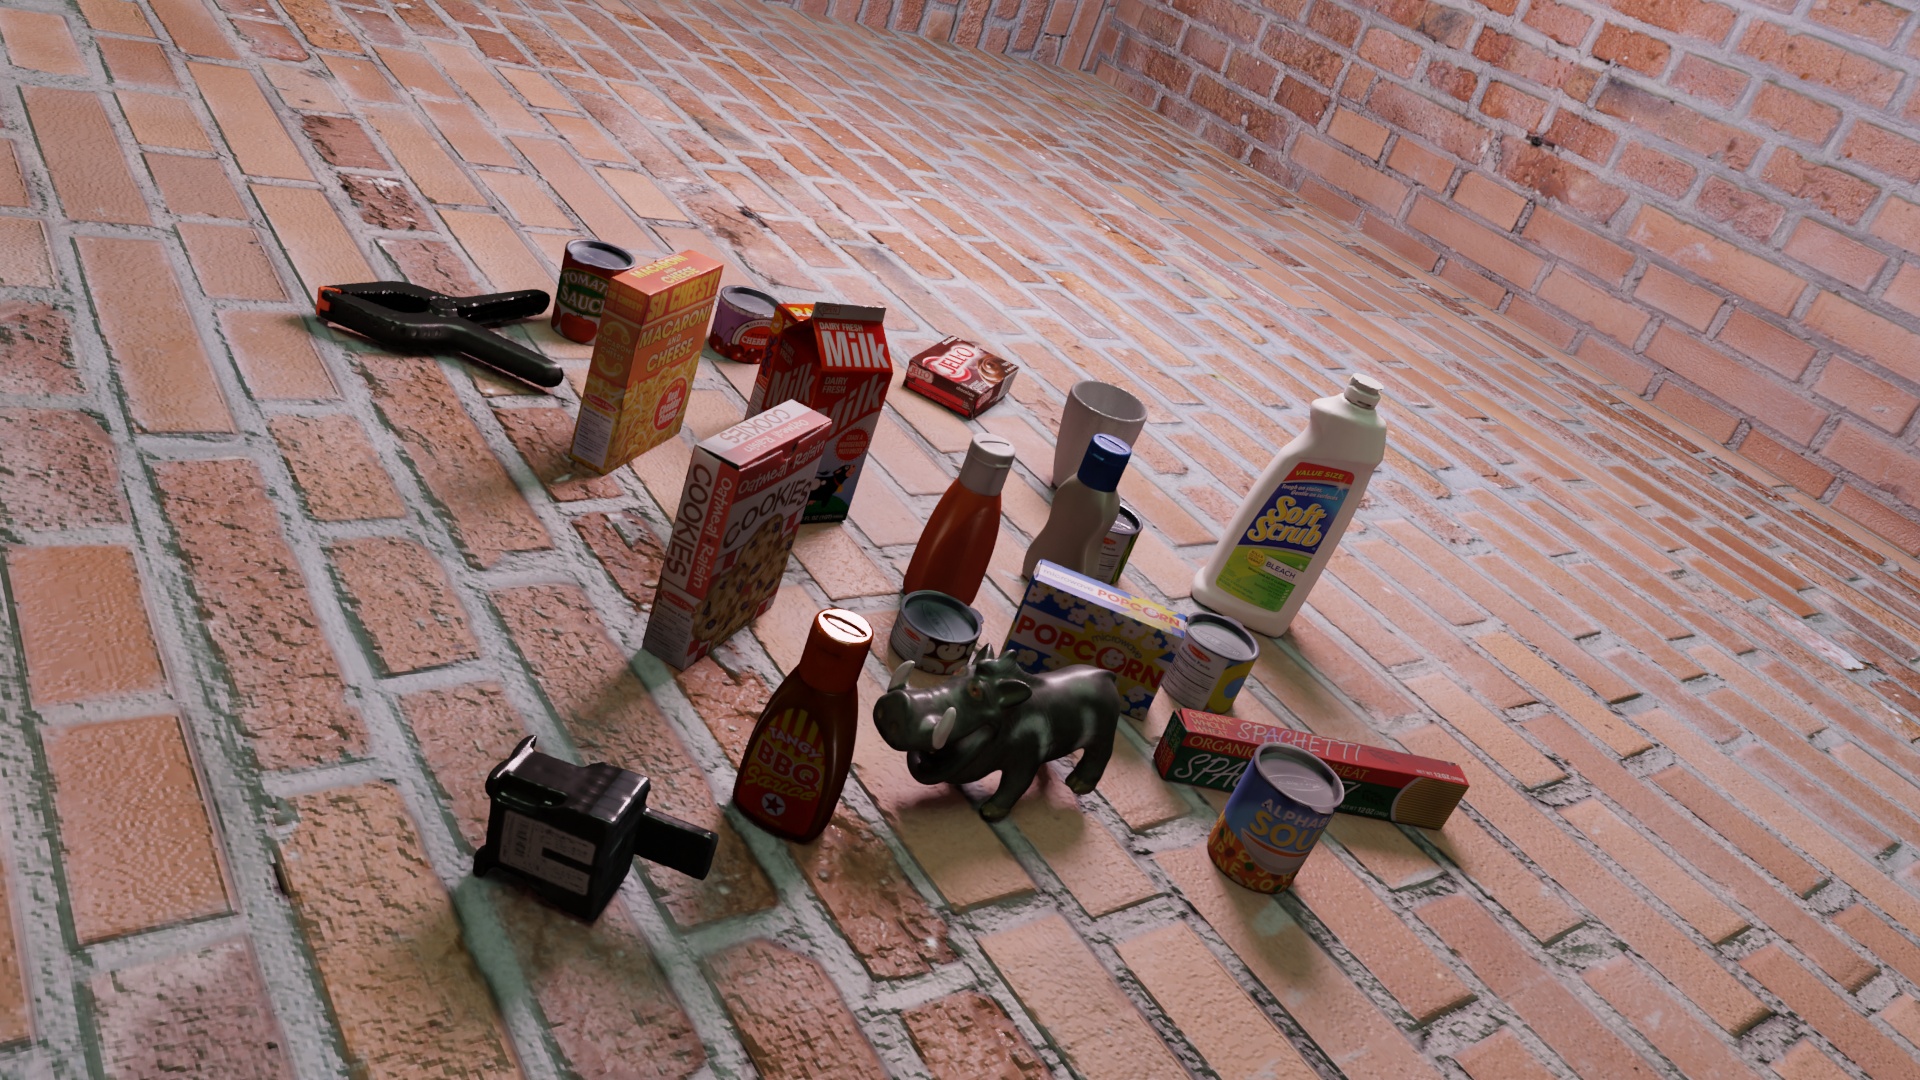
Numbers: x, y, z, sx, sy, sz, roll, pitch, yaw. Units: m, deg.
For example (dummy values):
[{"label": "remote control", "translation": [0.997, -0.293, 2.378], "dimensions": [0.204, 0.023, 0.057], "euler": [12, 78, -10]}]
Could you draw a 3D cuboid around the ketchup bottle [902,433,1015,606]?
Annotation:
[{"label": "ketchup bottle", "translation": [0.004, -0.014, 1.117], "dimensions": [0.065, 0.148, 0.044], "euler": [1, 34, -34]}]

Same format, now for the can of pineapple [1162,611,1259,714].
[{"label": "can of pineapple", "translation": [0.207, 0.101, 1.149], "dimensions": [0.071, 0.057, 0.071], "euler": [16, 28, -9]}]

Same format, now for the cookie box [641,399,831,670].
[{"label": "cookie box", "translation": [-0.155, -0.006, 0.975], "dimensions": [0.040, 0.166, 0.123], "euler": [28, 28, 13]}]

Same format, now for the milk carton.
[{"label": "milk carton", "translation": [-0.117, -0.112, 1.164], "dimensions": [0.072, 0.189, 0.073], "euler": [-3, 36, -38]}]

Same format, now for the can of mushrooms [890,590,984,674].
[{"label": "can of mushrooms", "translation": [-0.017, 0.071, 1.075], "dimensions": [0.071, 0.033, 0.071], "euler": [16, 28, -9]}]

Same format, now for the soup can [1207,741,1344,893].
[{"label": "soup can", "translation": [0.219, 0.195, 0.964], "dimensions": [0.071, 0.083, 0.072], "euler": [16, 28, -9]}]

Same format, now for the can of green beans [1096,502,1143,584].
[{"label": "can of green beans", "translation": [0.126, -0.001, 1.274], "dimensions": [0.071, 0.057, 0.071], "euler": [16, 28, -9]}]

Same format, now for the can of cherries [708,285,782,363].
[{"label": "can of cherries", "translation": [-0.220, -0.221, 1.427], "dimensions": [0.071, 0.058, 0.072], "euler": [16, 28, -9]}]

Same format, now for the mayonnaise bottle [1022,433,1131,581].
[{"label": "mayonnaise bottle", "translation": [0.105, -0.020, 1.197], "dimensions": [0.065, 0.147, 0.041], "euler": [34, 30, 23]}]

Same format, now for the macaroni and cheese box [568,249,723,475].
[{"label": "macaroni and cheese box", "translation": [-0.262, -0.151, 1.160], "dimensions": [0.040, 0.165, 0.124], "euler": [26, 28, 9]}]

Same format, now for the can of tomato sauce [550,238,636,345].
[{"label": "can of tomato sauce", "translation": [-0.355, -0.239, 1.340], "dimensions": [0.071, 0.082, 0.071], "euler": [16, 28, -9]}]

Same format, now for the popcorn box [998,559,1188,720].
[{"label": "popcorn box", "translation": [0.104, 0.078, 1.091], "dimensions": [0.127, 0.084, 0.038], "euler": [22, 28, 1]}]

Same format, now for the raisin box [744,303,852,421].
[{"label": "raisin box", "translation": [-0.144, -0.159, 1.300], "dimensions": [0.086, 0.122, 0.040], "euler": [-6, 38, -41]}]

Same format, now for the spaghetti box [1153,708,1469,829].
[{"label": "spaghetti box", "translation": [0.271, 0.177, 1.067], "dimensions": [0.250, 0.050, 0.029], "euler": [13, 29, -15]}]

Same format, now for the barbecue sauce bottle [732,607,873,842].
[{"label": "barbecue sauce bottle", "translation": [-0.090, 0.109, 0.836], "dimensions": [0.065, 0.147, 0.044], "euler": [26, 28, 10]}]
